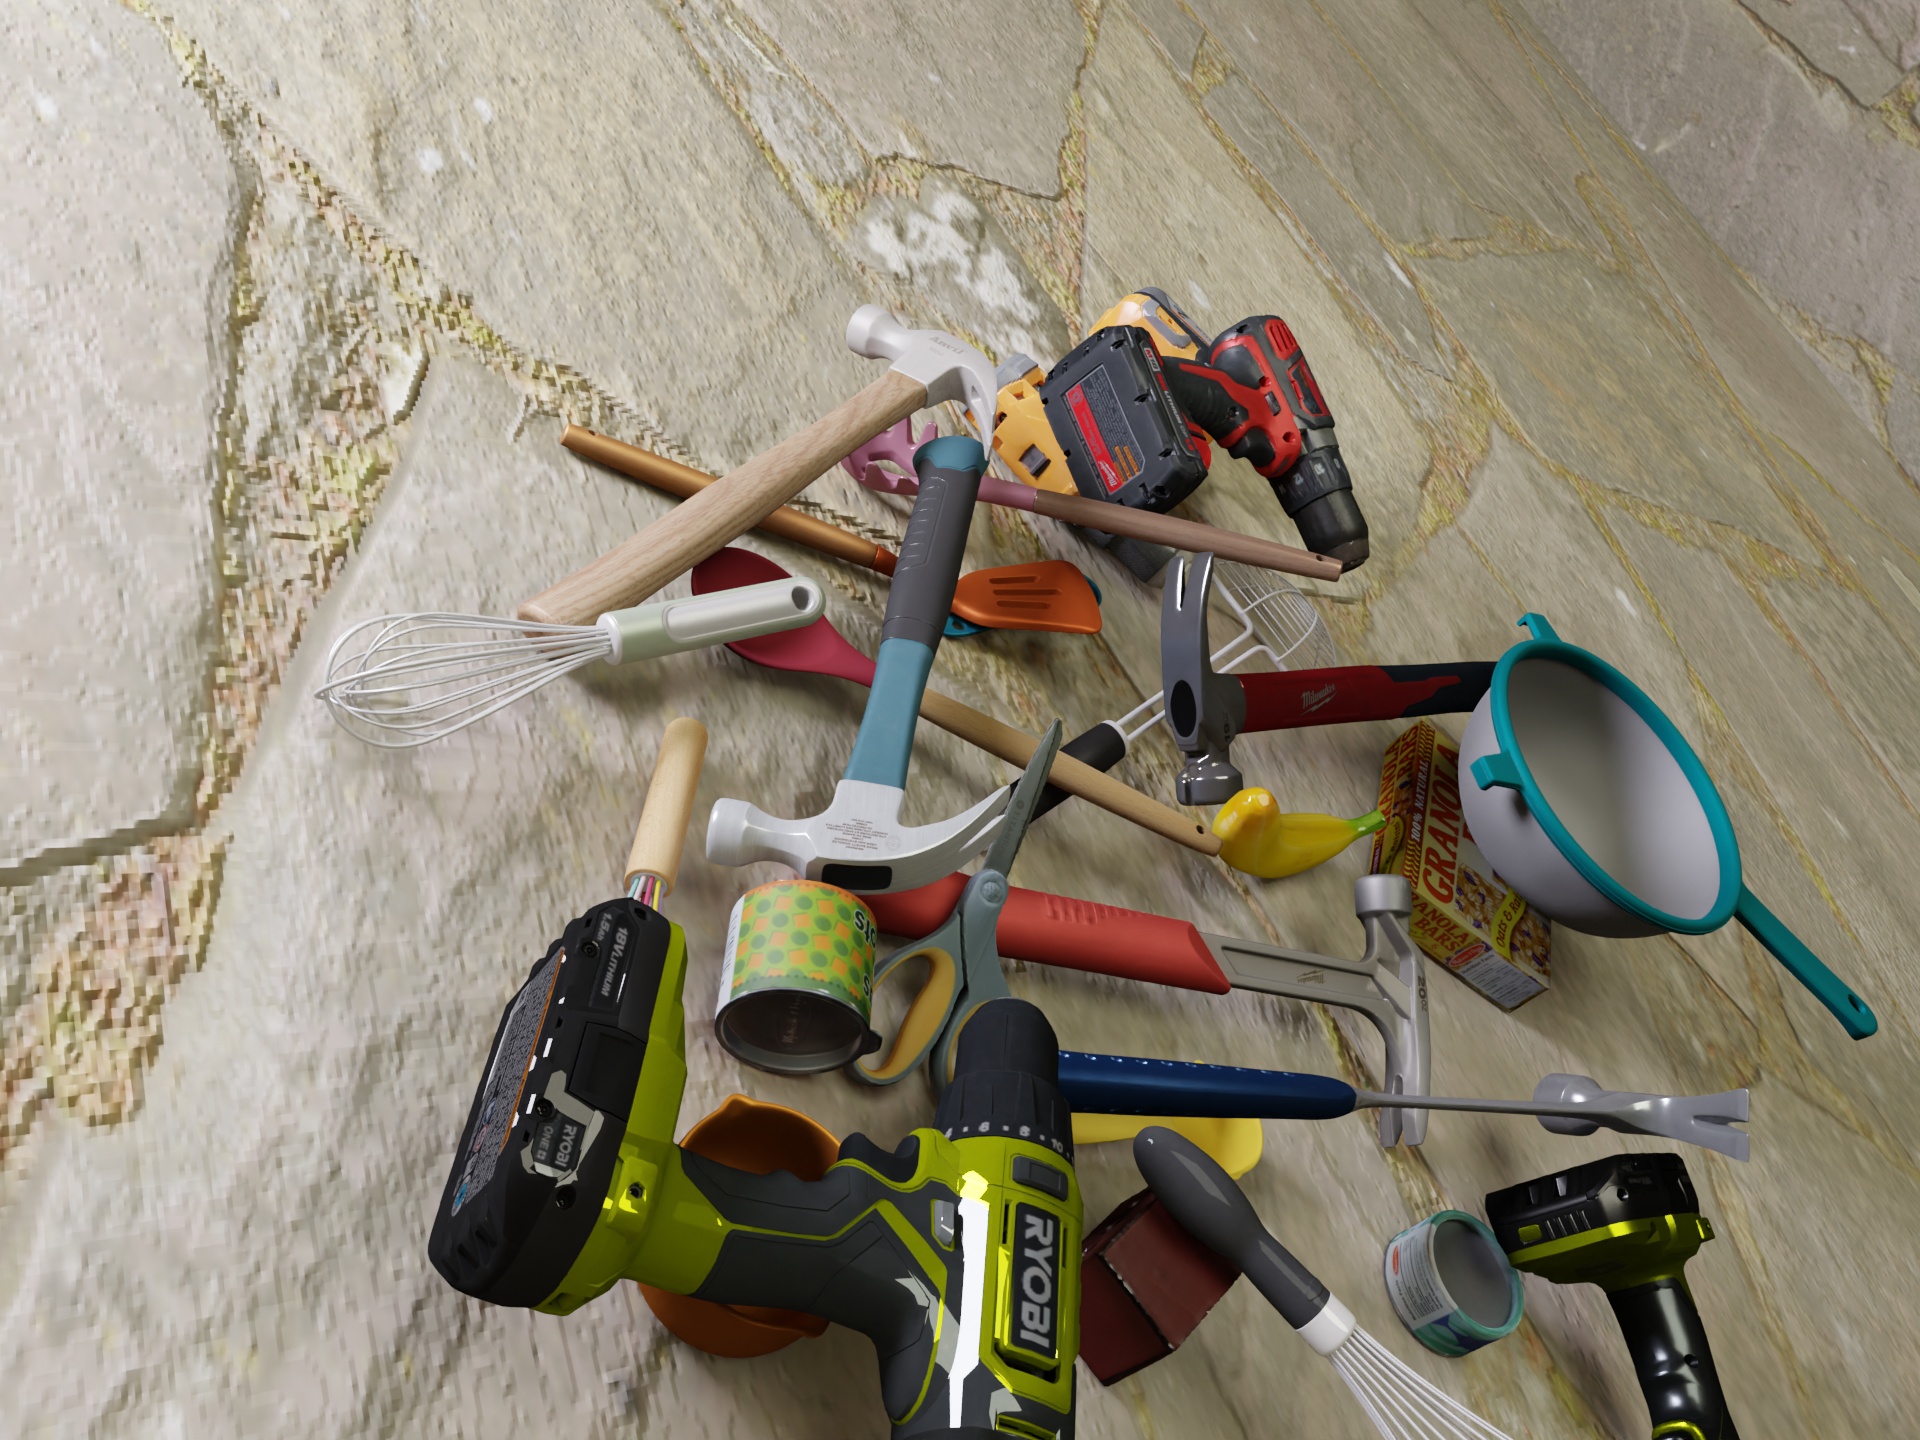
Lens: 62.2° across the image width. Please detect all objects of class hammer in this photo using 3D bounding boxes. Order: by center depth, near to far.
[{"bbox_3d":[0.194,0.181,0.763,0.405,0.144,0.035,9,79,-23],"label":"hammer"},{"bbox_3d":[-0.026,-0.044,0.809,0.128,0.033,0.331,10,44,1],"label":"hammer"},{"bbox_3d":[0.095,0.126,0.816,0.358,0.036,0.149,13,67,-25],"label":"hammer"},{"bbox_3d":[-0.097,-0.128,0.844,0.130,0.031,0.331,29,50,24],"label":"hammer"},{"bbox_3d":[0.268,-0.033,1.019,0.386,0.038,0.143,-4,91,-41],"label":"hammer"}]

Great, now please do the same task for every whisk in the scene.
[{"bbox_3d":[0.178,0.278,0.669,0.285,0.070,0.070,46,39,9],"label":"whisk"},{"bbox_3d":[-0.133,0.086,0.677,0.051,0.047,0.245,25,39,-18],"label":"whisk"},{"bbox_3d":[-0.167,-0.036,0.723,0.246,0.059,0.058,-15,88,-34],"label":"whisk"}]

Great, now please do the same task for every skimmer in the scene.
[{"bbox_3d":[0.115,-0.001,0.968,0.363,0.090,0.127,-32,83,-39],"label":"skimmer"}]

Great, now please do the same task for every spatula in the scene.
[{"bbox_3d":[-0.068,-0.110,0.906,0.322,0.041,0.081,20,31,-23],"label":"spatula"}]

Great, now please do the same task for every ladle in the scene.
[{"bbox_3d":[-0.001,-0.003,0.841,0.315,0.031,0.069,27,46,-4],"label":"ladle"}]

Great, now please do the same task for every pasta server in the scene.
[{"bbox_3d":[0.072,-0.131,0.950,0.316,0.040,0.060,15,50,10],"label":"pasta server"}]

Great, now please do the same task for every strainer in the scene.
[{"bbox_3d":[0.438,0.101,1.028,0.340,0.095,0.211,43,43,-5],"label":"strainer"}]

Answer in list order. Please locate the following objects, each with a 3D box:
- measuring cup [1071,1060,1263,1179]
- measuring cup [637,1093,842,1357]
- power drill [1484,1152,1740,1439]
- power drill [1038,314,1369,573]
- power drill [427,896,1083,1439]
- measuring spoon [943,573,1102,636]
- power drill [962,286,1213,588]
[{"bbox_3d":[0.076,0.197,0.762,0.156,0.029,0.062,7,50,-29],"label":"measuring cup"},{"bbox_3d":[-0.051,0.197,0.637,0.173,0.052,0.095,0,55,-42],"label":"measuring cup"},{"bbox_3d":[0.348,0.335,0.787,0.171,0.080,0.223,17,51,-47],"label":"power drill"},{"bbox_3d":[0.175,-0.176,1.045,0.226,0.080,0.188,-14,78,-43],"label":"power drill"},{"bbox_3d":[-0.053,0.155,0.573,0.228,0.080,0.191,27,42,-21],"label":"power drill"},{"bbox_3d":[0.034,-0.064,0.972,0.128,0.021,0.042,-20,56,-37],"label":"measuring spoon"},{"bbox_3d":[0.123,-0.199,1.116,0.185,0.084,0.226,46,43,1],"label":"power drill"}]
